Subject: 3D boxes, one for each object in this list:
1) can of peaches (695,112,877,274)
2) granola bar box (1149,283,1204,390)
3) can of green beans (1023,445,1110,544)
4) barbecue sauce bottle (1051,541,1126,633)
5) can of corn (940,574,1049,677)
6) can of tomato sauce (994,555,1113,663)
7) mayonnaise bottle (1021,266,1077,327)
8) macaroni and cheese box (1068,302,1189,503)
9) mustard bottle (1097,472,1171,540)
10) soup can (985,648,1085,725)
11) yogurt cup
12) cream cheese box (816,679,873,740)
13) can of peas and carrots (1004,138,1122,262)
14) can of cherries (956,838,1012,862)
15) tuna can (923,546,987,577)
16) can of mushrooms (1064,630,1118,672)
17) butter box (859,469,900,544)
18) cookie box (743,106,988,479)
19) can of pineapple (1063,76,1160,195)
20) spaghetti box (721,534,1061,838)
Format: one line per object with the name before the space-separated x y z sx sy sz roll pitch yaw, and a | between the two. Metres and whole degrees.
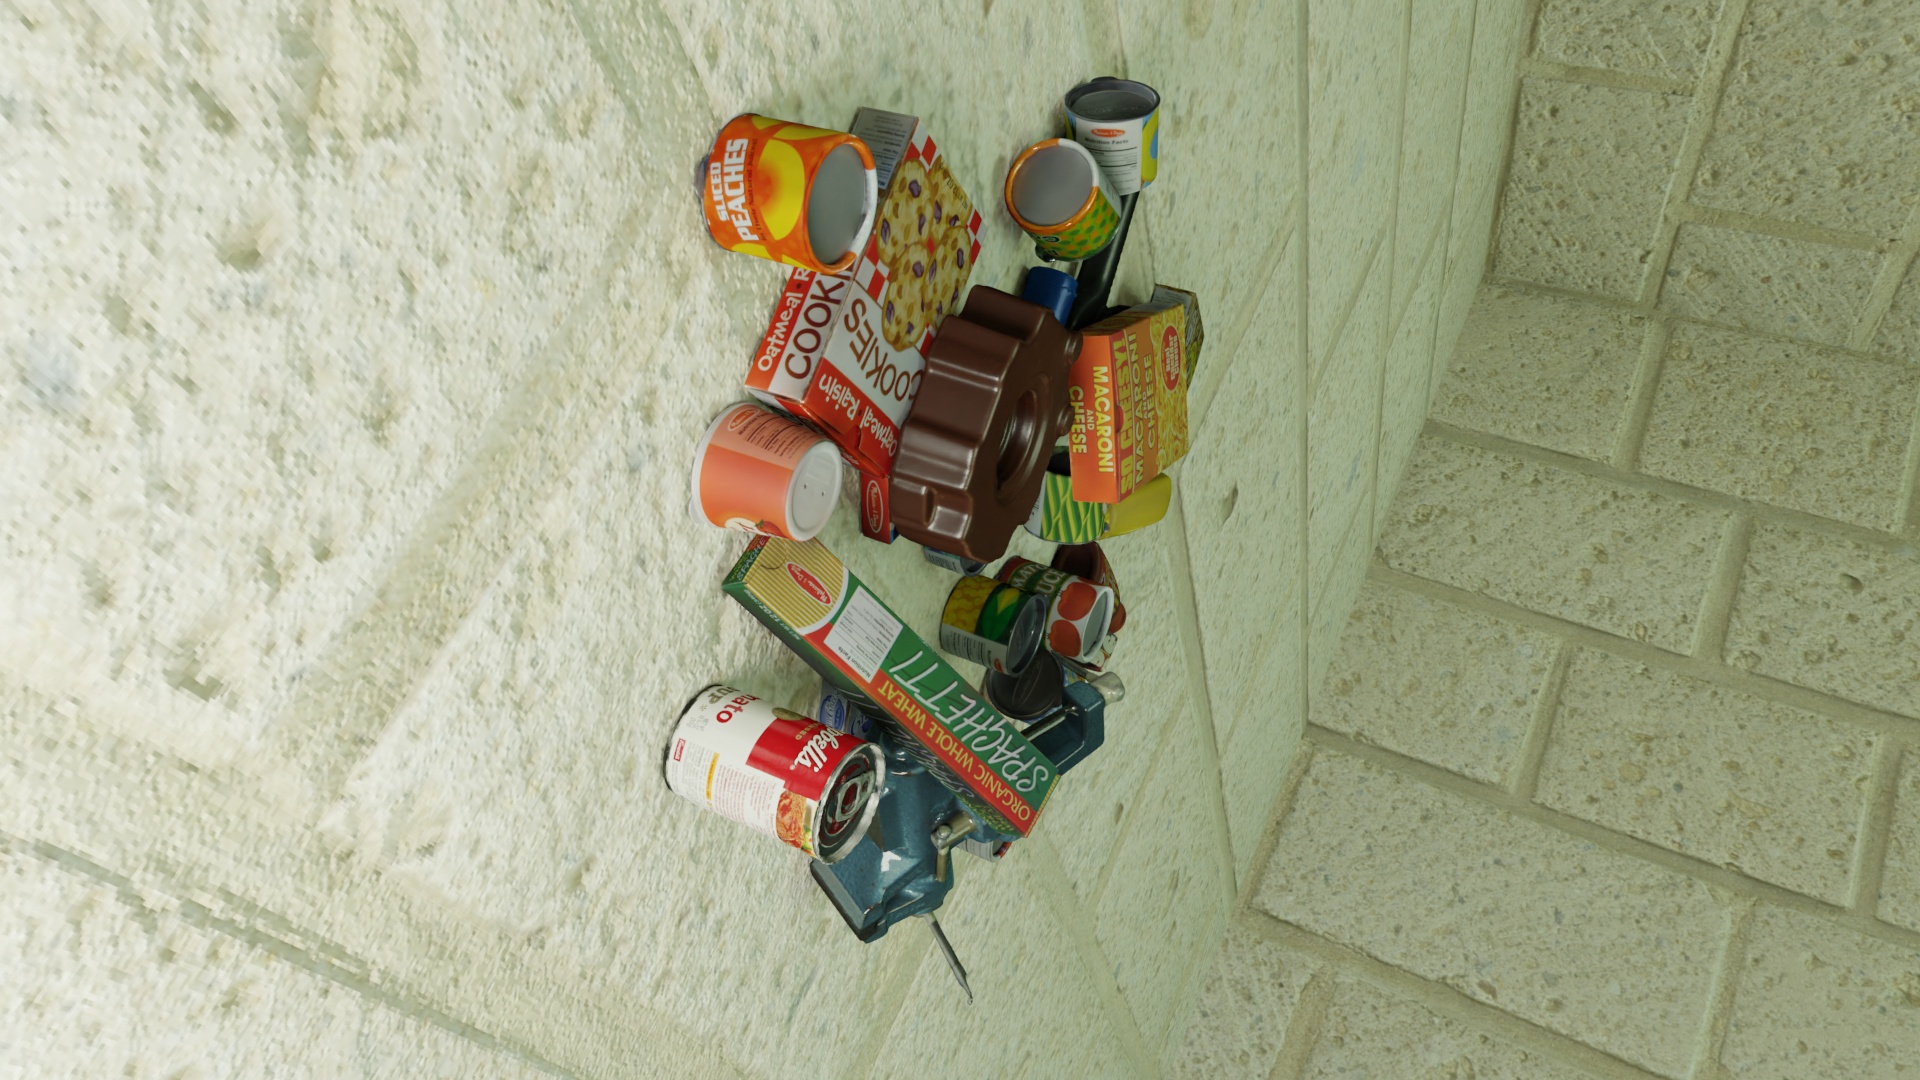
can of peaches | -0.080 -0.163 0.653 0.071 0.058 0.071 -48 147 -45
granola bar box | 0.178 -0.146 1.232 0.165 0.039 0.124 19 89 -77
can of green beans | 0.085 -0.037 1.101 0.071 0.071 0.057 -37 138 -54
barbecue sauce bottle | 0.120 0.049 1.271 0.148 0.044 0.065 49 53 -64
can of corn | 0.027 0.061 1.051 0.071 0.058 0.070 -46 146 -45
can of tomato sauce | 0.073 0.054 1.118 0.071 0.083 0.070 -48 147 -45
mayonnaise bottle | 0.044 -0.119 0.986 0.064 0.041 0.148 28 80 -68
macaroni and cheese box | 0.129 -0.108 1.053 0.167 0.040 0.123 -33 121 -59
mustard bottle | 0.129 -0.030 1.216 0.161 0.065 0.048 -22 121 -54
soup can | 0.068 0.125 1.172 0.071 0.071 0.083 -69 157 -6
yogurt cup | -0.097 -0.033 0.715 0.073 0.054 0.072 -47 146 -46
cream cheese box | -0.059 0.105 0.934 0.104 0.024 0.053 -20 124 -62
can of peas and carrots | 0.067 -0.226 0.931 0.058 0.071 0.071 23 85 -66
can of cherries | 0.016 0.221 1.141 0.072 0.058 0.071 -46 146 -45
tuna can | 0.003 -0.012 0.980 0.071 0.033 0.070 -47 146 -45
can of mushrooms | 0.105 0.090 1.236 0.033 0.071 0.071 -67 156 -11
butter box | -0.029 -0.047 0.895 0.104 0.024 0.052 -47 147 -45
cookie box | -0.047 -0.132 0.772 0.167 0.040 0.122 -69 157 -9
can of pineapple | 0.106 -0.284 0.975 0.071 0.071 0.057 -52 150 -39
spaghetti box | -0.034 0.084 0.804 0.249 0.028 0.050 46 59 -26
